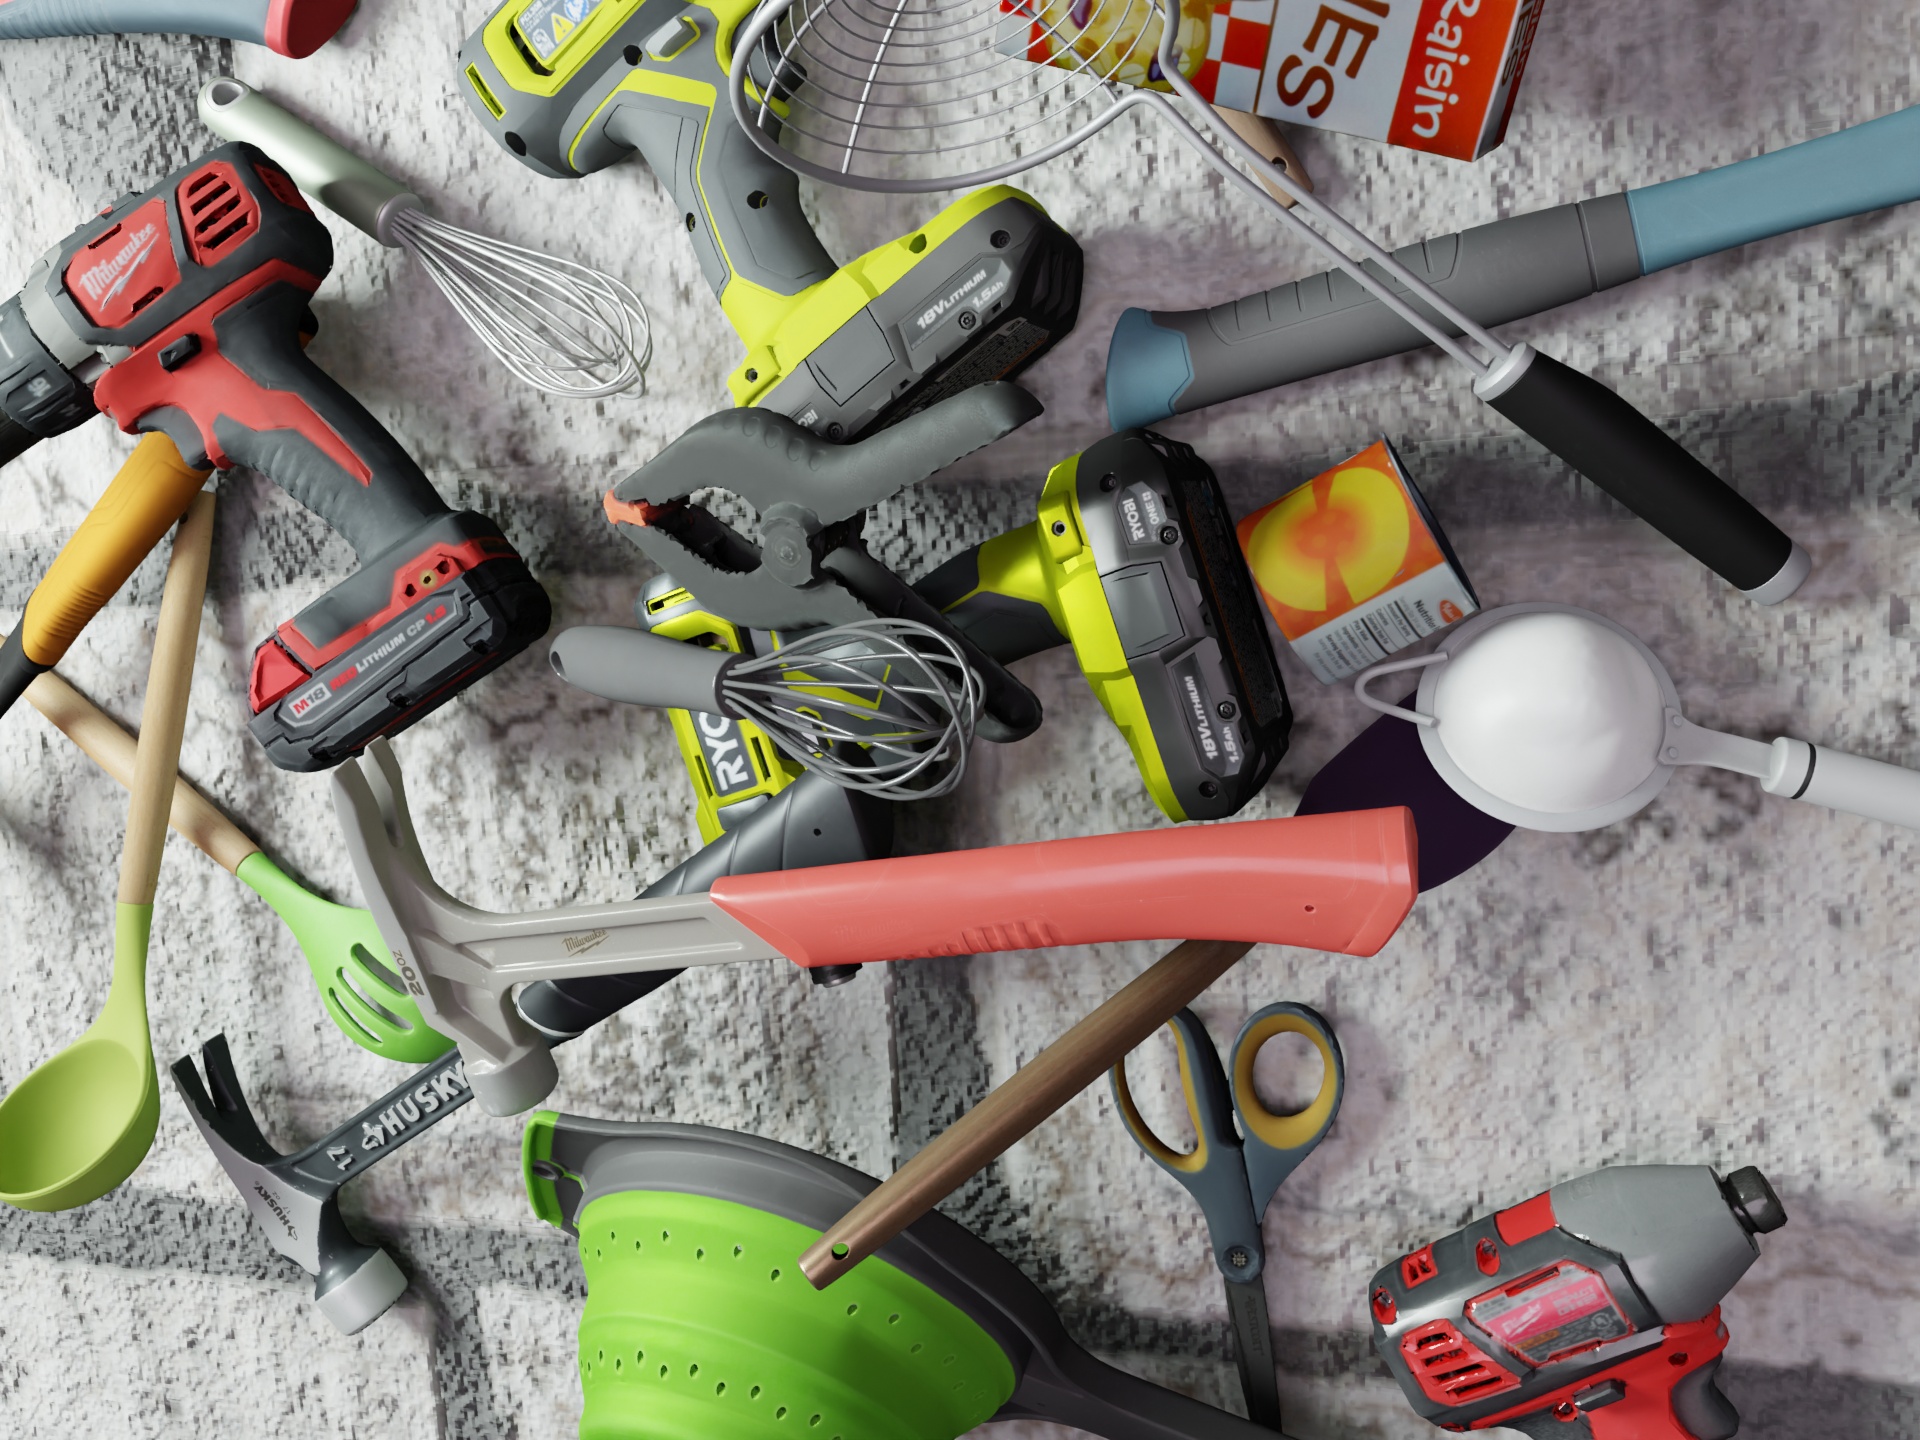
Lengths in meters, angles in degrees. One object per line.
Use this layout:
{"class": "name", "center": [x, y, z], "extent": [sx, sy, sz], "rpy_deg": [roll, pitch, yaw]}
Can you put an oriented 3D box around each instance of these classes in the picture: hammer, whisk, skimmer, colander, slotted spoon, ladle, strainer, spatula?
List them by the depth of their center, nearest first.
{"class": "skimmer", "center": [0.107, -0.119, 0.477], "extent": [0.363, 0.127, 0.090], "rpy_deg": [33, 67, -10]}
{"class": "strainer", "center": [0.261, 0.011, 0.516], "extent": [0.258, 0.050, 0.087], "rpy_deg": [15, 66, 8]}
{"class": "hammer", "center": [0.204, -0.156, 0.519], "extent": [0.331, 0.033, 0.128], "rpy_deg": [-12, 93, 20]}
{"class": "hammer", "center": [-0.035, 0.055, 0.525], "extent": [0.359, 0.037, 0.149], "rpy_deg": [-8, 112, 19]}
{"class": "spatula", "center": [0.077, 0.086, 0.533], "extent": [0.316, 0.018, 0.060], "rpy_deg": [-36, 84, -9]}
{"class": "whisk", "center": [-0.077, -0.014, 0.535], "extent": [0.239, 0.055, 0.055], "rpy_deg": [10, 103, 47]}
{"class": "colander", "center": [0.006, 0.268, 0.576], "extent": [0.397, 0.095, 0.204], "rpy_deg": [20, 141, 4]}
{"class": "hammer", "center": [-0.179, 0.121, 0.643], "extent": [0.409, 0.036, 0.149], "rpy_deg": [-35, 94, 28]}
{"class": "whisk", "center": [-0.222, -0.200, 0.649], "extent": [0.246, 0.059, 0.058], "rpy_deg": [35, 70, 14]}
{"class": "ladle", "center": [-0.370, 0.054, 0.700], "extent": [0.078, 0.062, 0.320], "rpy_deg": [7, 88, 26]}
{"class": "hammer", "center": [-0.437, -0.334, 0.701], "extent": [0.386, 0.038, 0.143], "rpy_deg": [5, 98, 17]}
{"class": "hammer", "center": [-0.390, -0.053, 0.702], "extent": [0.337, 0.034, 0.127], "rpy_deg": [-48, 59, 11]}
{"class": "slotted spoon", "center": [-0.348, 0.053, 0.735], "extent": [0.314, 0.031, 0.070], "rpy_deg": [37, 108, 11]}

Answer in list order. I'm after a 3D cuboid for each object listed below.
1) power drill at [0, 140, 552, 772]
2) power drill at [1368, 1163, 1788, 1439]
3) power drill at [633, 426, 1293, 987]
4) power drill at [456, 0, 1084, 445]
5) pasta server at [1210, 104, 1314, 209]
{"class": "power drill", "center": [-0.294, -0.089, 0.632], "extent": [0.188, 0.080, 0.226], "rpy_deg": [-34, 95, 2]}
{"class": "power drill", "center": [0.255, 0.260, 0.544], "extent": [0.143, 0.078, 0.220], "rpy_deg": [-33, 84, 19]}
{"class": "power drill", "center": [-0.001, -0.002, 0.589], "extent": [0.223, 0.080, 0.171], "rpy_deg": [-18, 91, 24]}
{"class": "power drill", "center": [-0.058, -0.216, 0.574], "extent": [0.190, 0.080, 0.228], "rpy_deg": [-36, 83, 20]}
{"class": "pasta server", "center": [0.030, -0.312, 0.559], "extent": [0.060, 0.040, 0.316], "rpy_deg": [-35, 90, 19]}
